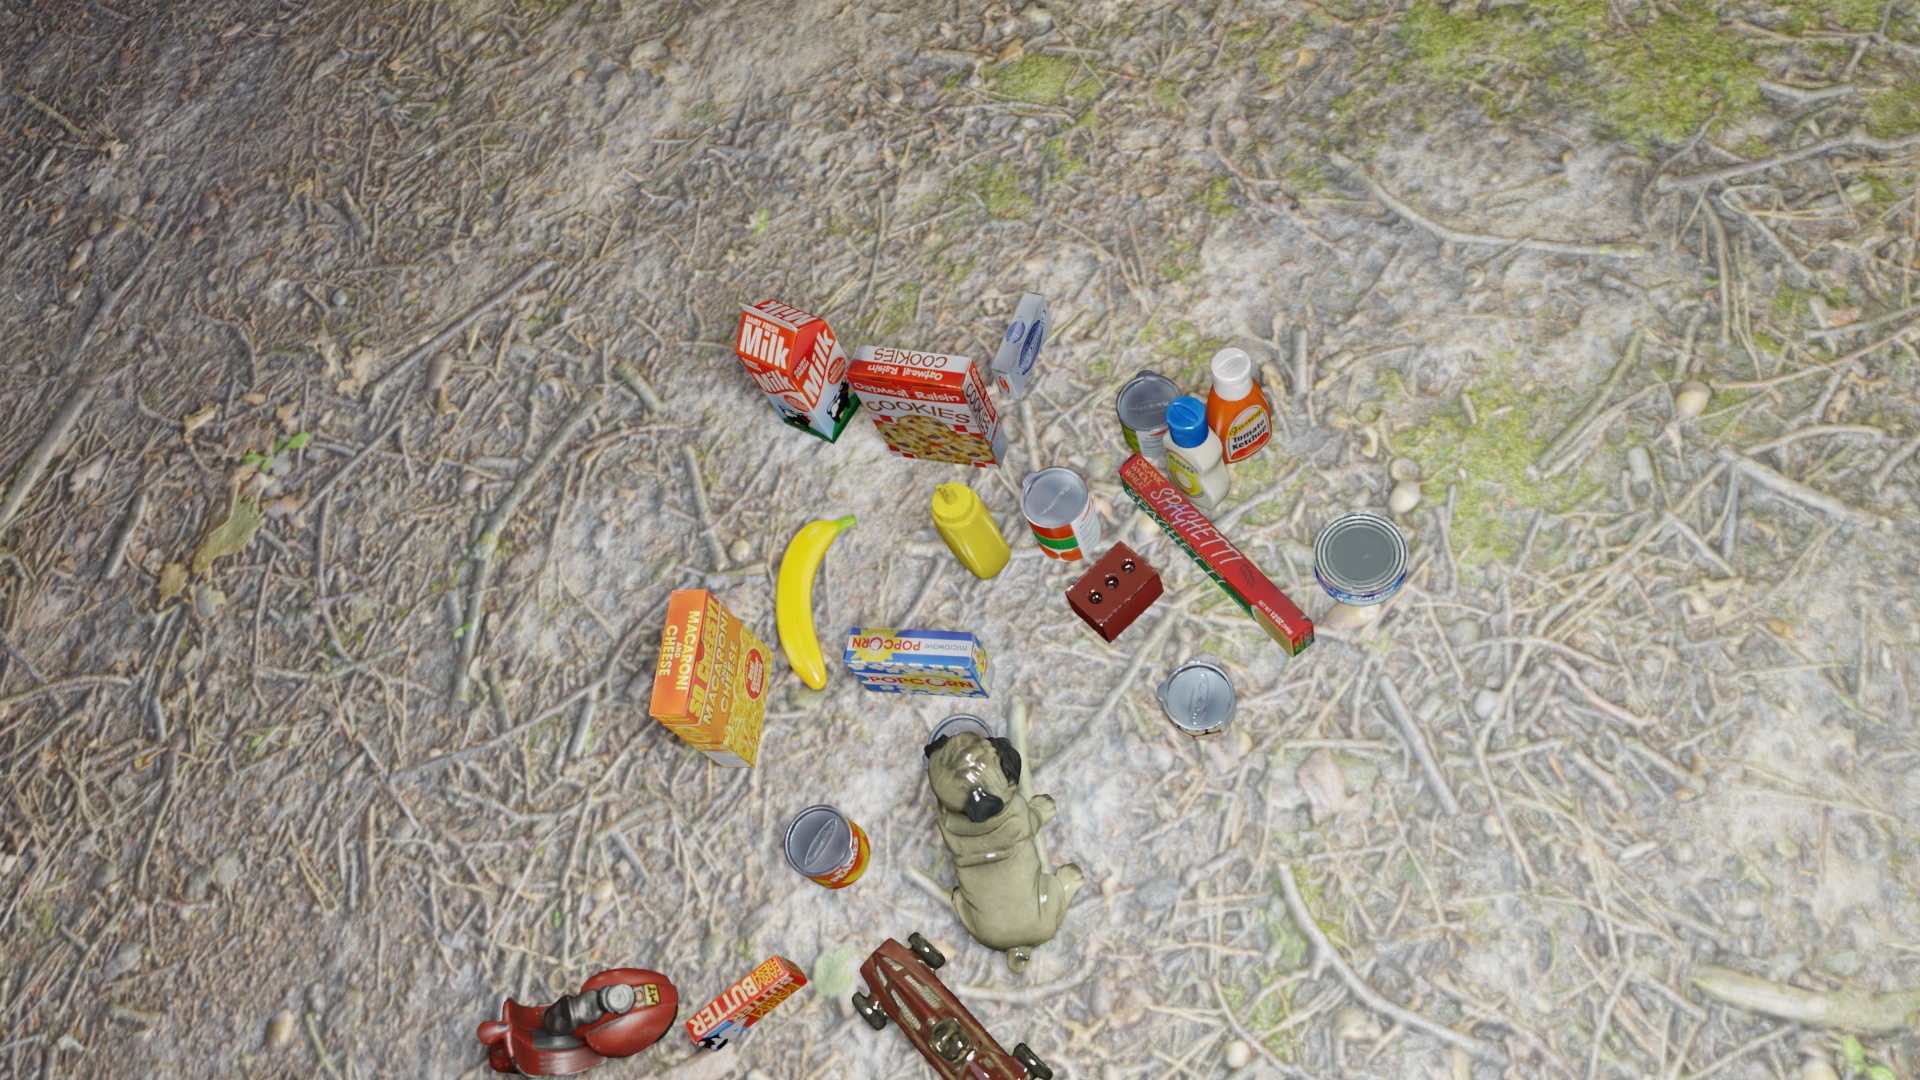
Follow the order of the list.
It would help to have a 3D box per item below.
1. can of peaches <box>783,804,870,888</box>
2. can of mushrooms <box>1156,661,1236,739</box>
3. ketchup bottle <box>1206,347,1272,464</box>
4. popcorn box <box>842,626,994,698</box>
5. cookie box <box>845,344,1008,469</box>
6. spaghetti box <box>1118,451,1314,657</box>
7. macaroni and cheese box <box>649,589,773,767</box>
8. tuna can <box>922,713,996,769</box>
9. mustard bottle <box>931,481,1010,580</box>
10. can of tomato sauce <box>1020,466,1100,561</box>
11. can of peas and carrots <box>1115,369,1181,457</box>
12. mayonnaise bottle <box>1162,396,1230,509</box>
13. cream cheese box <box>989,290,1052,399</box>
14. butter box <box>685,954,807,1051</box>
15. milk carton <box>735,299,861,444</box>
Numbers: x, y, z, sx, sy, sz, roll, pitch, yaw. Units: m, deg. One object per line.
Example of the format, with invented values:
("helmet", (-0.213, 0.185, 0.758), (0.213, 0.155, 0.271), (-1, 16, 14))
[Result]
("can of peaches", (-0.121, 0.285, 1.285), (0.071, 0.058, 0.071), (-6, 63, 13))
("can of mushrooms", (0.217, 0.147, 1.275), (0.071, 0.033, 0.071), (-6, 63, 13))
("ketchup bottle", (0.264, -0.131, 1.334), (0.065, 0.148, 0.044), (-33, 61, -2))
("popcorn box", (-0.038, 0.117, 1.330), (0.127, 0.085, 0.038), (2, 65, 16))
("cookie box", (-0.031, -0.132, 1.405), (0.123, 0.167, 0.040), (9, 67, 19))
("spaghetti box", (0.241, 0.011, 1.326), (0.029, 0.050, 0.251), (-39, 61, -5))
("macaroni and cheese box", (-0.234, 0.135, 1.329), (0.040, 0.166, 0.124), (-2, 64, 15))
("tuna can", (0.001, 0.200, 1.308), (0.071, 0.032, 0.071), (-6, 63, 13))
("mustard bottle", (0.005, -0.017, 1.342), (0.049, 0.159, 0.065), (-43, 61, -7))
("can of tomato sauce", (0.098, -0.025, 1.365), (0.071, 0.083, 0.071), (-6, 63, 13))
("can of peas and carrots", (0.193, -0.127, 1.403), (0.071, 0.058, 0.071), (-6, 63, 13))
("mayonnaise bottle", (0.221, -0.085, 1.323), (0.065, 0.147, 0.041), (38, 79, 28))
("cream cheese box", (0.065, -0.208, 1.482), (0.024, 0.053, 0.104), (15, 69, 22))
("butter box", (-0.191, 0.413, 1.243), (0.103, 0.053, 0.024), (-37, 61, -4))
("milk carton", (-0.171, -0.185, 1.457), (0.072, 0.190, 0.073), (24, 73, 24))
